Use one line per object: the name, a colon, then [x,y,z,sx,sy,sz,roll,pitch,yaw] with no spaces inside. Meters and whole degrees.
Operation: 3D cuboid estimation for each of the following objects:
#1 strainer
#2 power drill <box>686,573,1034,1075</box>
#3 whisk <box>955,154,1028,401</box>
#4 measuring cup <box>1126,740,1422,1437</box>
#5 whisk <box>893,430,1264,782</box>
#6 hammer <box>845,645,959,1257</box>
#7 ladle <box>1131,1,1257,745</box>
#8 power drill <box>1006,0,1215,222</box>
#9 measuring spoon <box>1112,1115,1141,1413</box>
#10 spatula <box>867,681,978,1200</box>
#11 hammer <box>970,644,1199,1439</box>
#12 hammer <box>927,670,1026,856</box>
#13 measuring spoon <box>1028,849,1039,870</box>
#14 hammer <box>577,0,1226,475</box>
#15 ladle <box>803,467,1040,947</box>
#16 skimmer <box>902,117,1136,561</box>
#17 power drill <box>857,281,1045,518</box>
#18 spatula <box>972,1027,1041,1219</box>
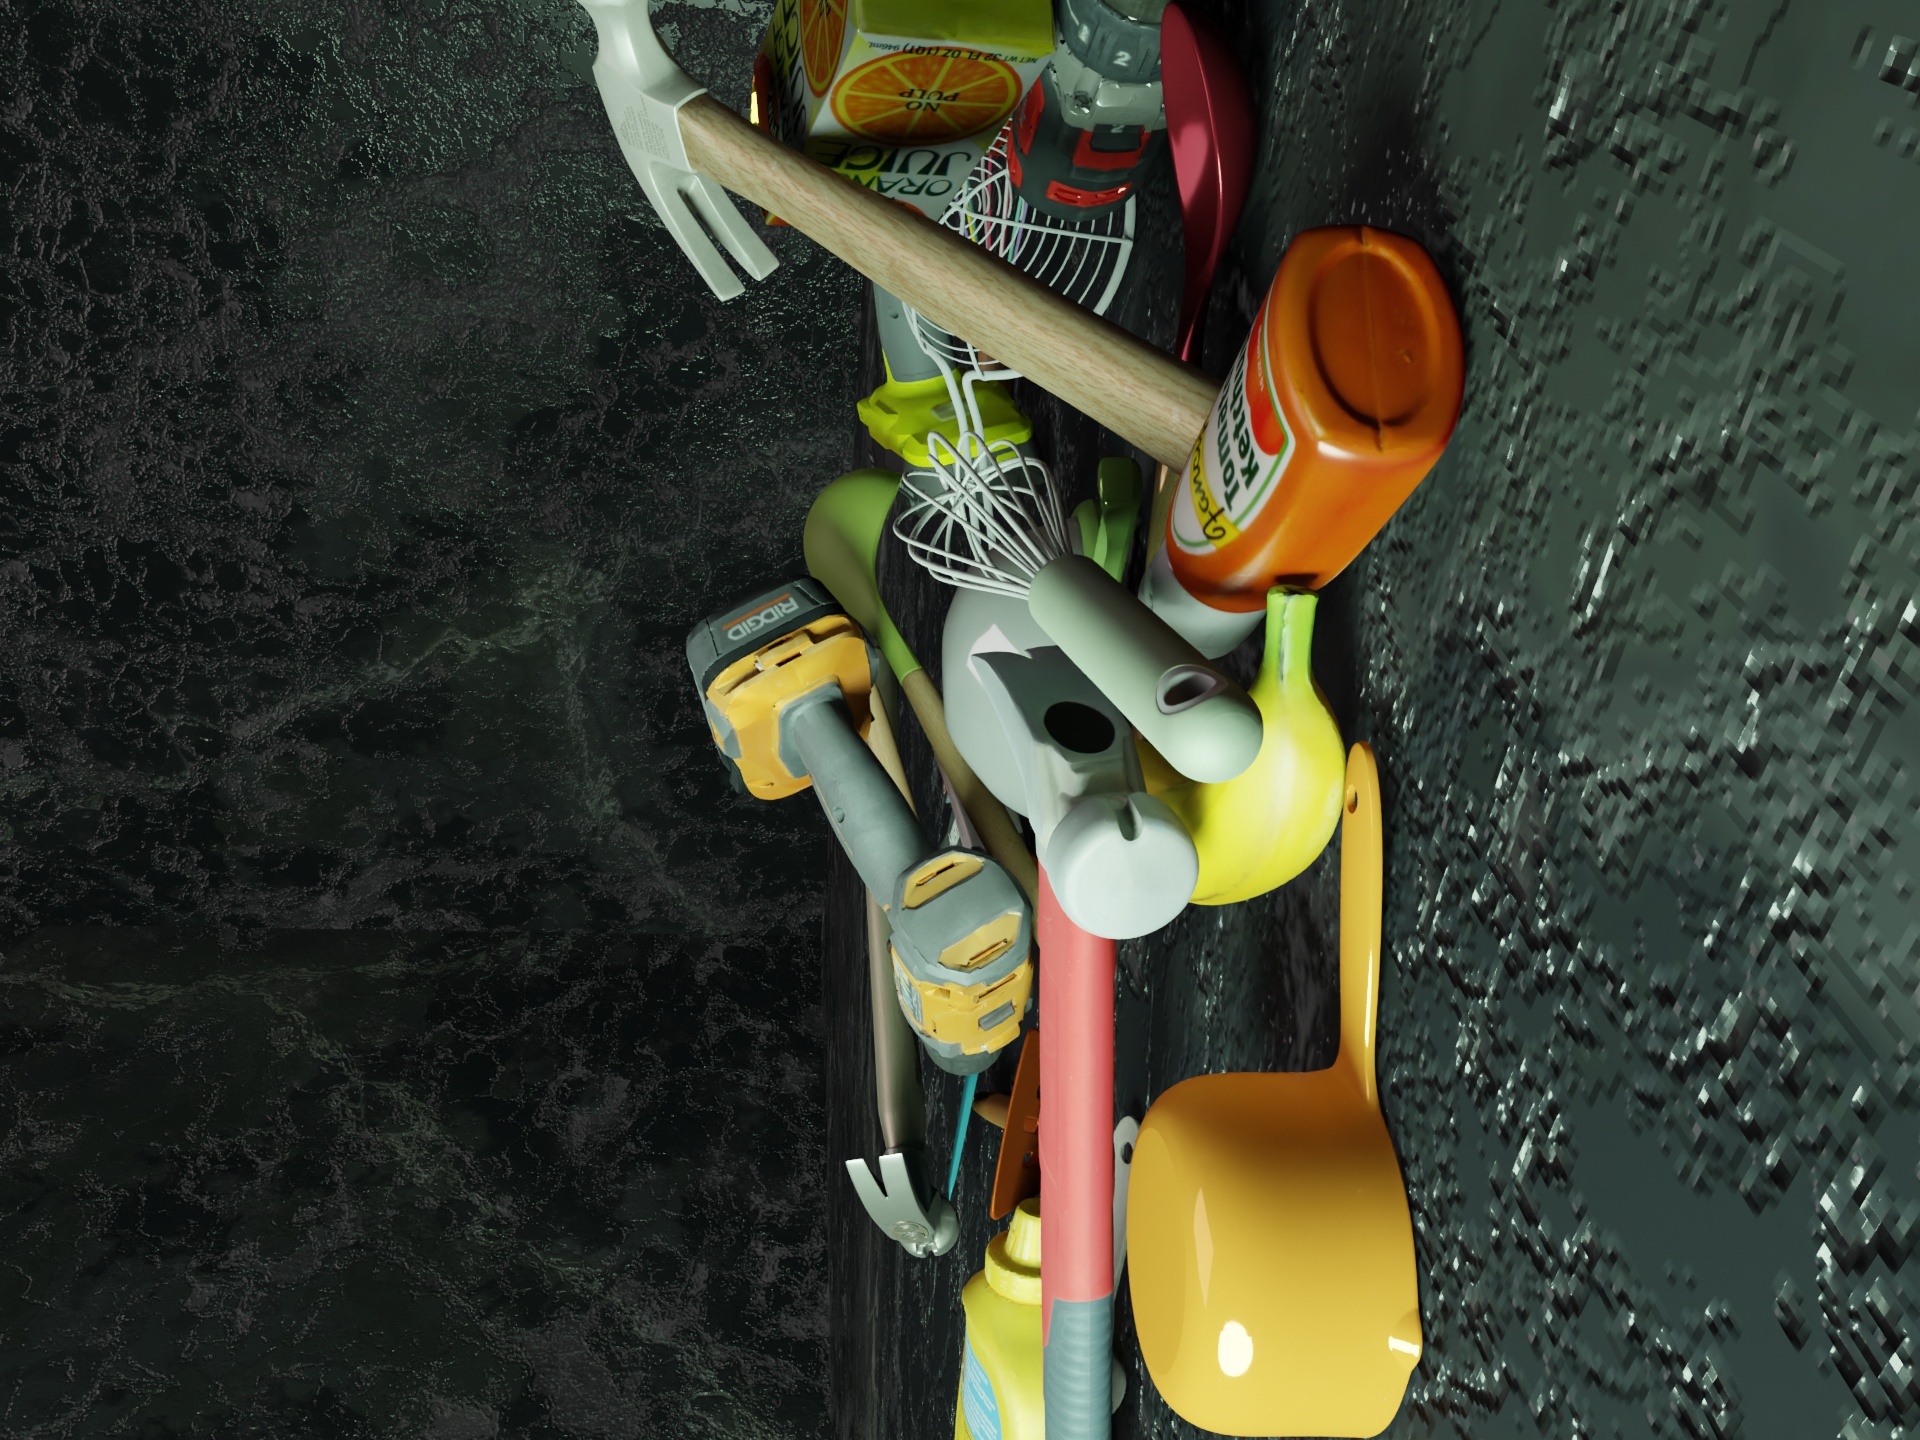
strainer: [0.027,-0.036,0.628,0.256,0.069,0.152,91,180,-71]
power drill: [-0.040,0.063,0.767,0.226,0.084,0.185,54,165,25]
whisk: [0.024,-0.258,0.949,0.047,0.051,0.245,-19,-69,-60]
measuring cup: [0.073,0.091,0.392,0.095,0.052,0.173,-128,38,-79]
whisk: [0.029,-0.040,0.475,0.059,0.058,0.247,64,175,-28]
hammer: [-0.049,0.119,1.021,0.146,0.038,0.411,70,-168,-55]
ladle: [0.073,-0.074,0.547,0.069,0.031,0.315,-100,11,-70]
power drill: [0.054,-0.322,0.579,0.188,0.080,0.227,129,139,-78]
measuring spoon: [0.062,0.214,0.622,0.034,0.018,0.124,19,102,56]
spatula: [-0.028,0.119,0.947,0.082,0.044,0.318,86,168,-80]
hammer: [0.036,0.166,0.543,0.143,0.038,0.386,-112,18,-62]
hammer: [-0.001,0.073,0.952,0.334,0.035,0.146,105,149,-76]
measuring spoon: [0.037,0.076,0.865,0.117,0.011,0.021,-155,53,-79]
hammer: [-0.023,-0.162,0.551,0.332,0.031,0.129,39,157,31]
ladle: [-0.001,-0.002,0.780,0.320,0.062,0.078,61,144,30]
skimmer: [0.032,-0.121,0.795,0.127,0.090,0.362,32,146,33]
power drill: [-0.021,-0.231,0.847,0.171,0.080,0.223,-128,23,-61]
spatula: [0.022,0.202,0.820,0.322,0.041,0.081,120,163,-77]
